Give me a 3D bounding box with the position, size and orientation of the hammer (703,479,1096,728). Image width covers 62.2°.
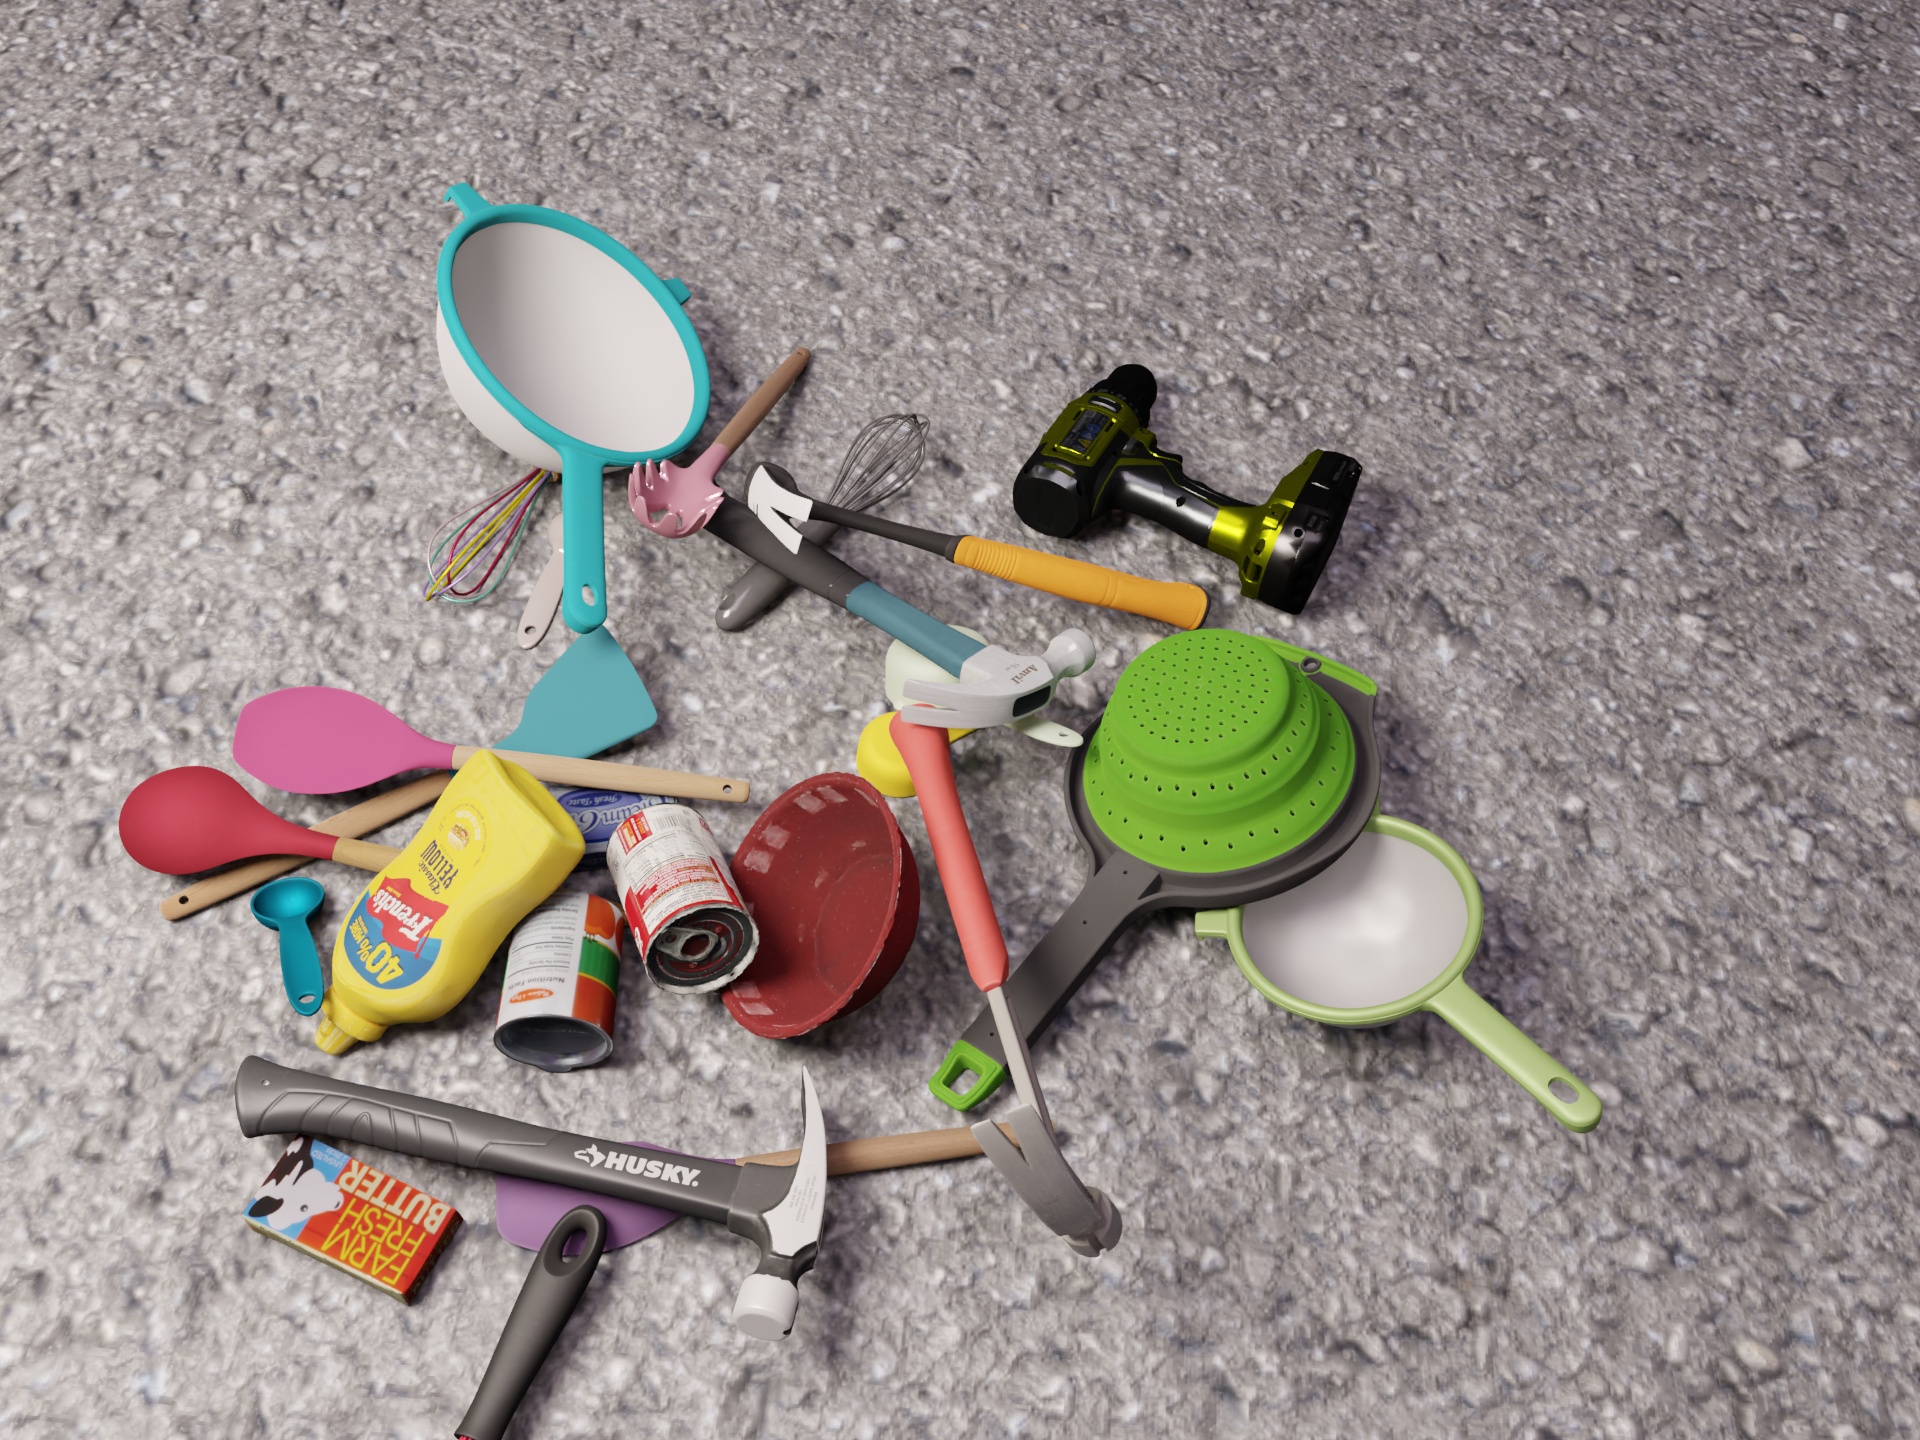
[{"bbox_3d":[-0.077,-0.090,1.069,0.331,0.033,0.128,31,45,26],"label":"hammer"}]

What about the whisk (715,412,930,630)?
[{"bbox_3d":[-0.100,-0.148,1.163,0.055,0.055,0.239,32,63,16],"label":"whisk"}]

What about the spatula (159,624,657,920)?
[{"bbox_3d":[-0.350,0.043,1.007,0.317,0.044,0.082,-28,77,-21],"label":"spatula"}]

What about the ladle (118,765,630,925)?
[{"bbox_3d":[-0.354,0.086,0.969,0.315,0.031,0.069,14,70,-6],"label":"ladle"}]

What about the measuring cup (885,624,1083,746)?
[{"bbox_3d":[0.017,-0.024,1.049,0.083,0.038,0.168,-26,35,-37],"label":"measuring cup"}]

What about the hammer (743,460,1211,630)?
[{"bbox_3d":[0.025,-0.109,1.075,0.336,0.034,0.127,12,16,-23],"label":"hammer"}]

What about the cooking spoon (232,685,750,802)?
[{"bbox_3d":[-0.292,0.027,1.000,0.319,0.017,0.069,7,75,-5],"label":"cooking spoon"}]

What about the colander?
[{"bbox_3d":[0.106,0.065,0.976,0.205,0.094,0.397,26,62,36],"label":"colander"}]

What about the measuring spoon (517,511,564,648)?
[{"bbox_3d":[-0.291,-0.103,1.128,0.034,0.018,0.124,10,56,2],"label":"measuring spoon"}]

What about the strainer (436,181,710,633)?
[{"bbox_3d":[-0.282,-0.196,1.105,0.210,0.095,0.341,16,56,-40],"label":"strainer"}]

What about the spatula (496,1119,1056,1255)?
[{"bbox_3d":[-0.101,0.255,0.900,0.316,0.018,0.060,-6,64,-8],"label":"spatula"}]

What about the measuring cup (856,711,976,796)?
[{"bbox_3d":[-0.002,-0.003,1.078,0.156,0.029,0.062,-31,64,-22],"label":"measuring cup"}]

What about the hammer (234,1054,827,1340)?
[{"bbox_3d":[-0.234,0.229,0.866,0.335,0.035,0.146,11,43,4],"label":"hammer"}]

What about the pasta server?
[{"bbox_3d":[-0.162,-0.211,1.149,0.060,0.040,0.316,28,37,-3],"label":"pasta server"}]

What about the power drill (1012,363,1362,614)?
[{"bbox_3d":[0.174,-0.183,1.191,0.228,0.080,0.191,23,48,14],"label":"power drill"}]

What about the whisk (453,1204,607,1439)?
[{"bbox_3d":[-0.247,0.374,0.779,0.073,0.073,0.296,18,52,7],"label":"whisk"}]

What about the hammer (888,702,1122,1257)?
[{"bbox_3d":[0.007,0.114,0.893,0.036,0.148,0.360,-25,44,6],"label":"hammer"}]

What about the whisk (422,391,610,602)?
[{"bbox_3d":[-0.313,-0.169,1.159,0.051,0.047,0.245,21,53,11],"label":"whisk"}]

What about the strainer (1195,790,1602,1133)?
[{"bbox_3d":[0.272,0.161,0.941,0.151,0.069,0.257,-35,48,-13],"label":"strainer"}]

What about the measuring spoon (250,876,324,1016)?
[{"bbox_3d":[-0.388,0.137,0.932,0.042,0.021,0.129,-12,36,-23],"label":"measuring spoon"}]
